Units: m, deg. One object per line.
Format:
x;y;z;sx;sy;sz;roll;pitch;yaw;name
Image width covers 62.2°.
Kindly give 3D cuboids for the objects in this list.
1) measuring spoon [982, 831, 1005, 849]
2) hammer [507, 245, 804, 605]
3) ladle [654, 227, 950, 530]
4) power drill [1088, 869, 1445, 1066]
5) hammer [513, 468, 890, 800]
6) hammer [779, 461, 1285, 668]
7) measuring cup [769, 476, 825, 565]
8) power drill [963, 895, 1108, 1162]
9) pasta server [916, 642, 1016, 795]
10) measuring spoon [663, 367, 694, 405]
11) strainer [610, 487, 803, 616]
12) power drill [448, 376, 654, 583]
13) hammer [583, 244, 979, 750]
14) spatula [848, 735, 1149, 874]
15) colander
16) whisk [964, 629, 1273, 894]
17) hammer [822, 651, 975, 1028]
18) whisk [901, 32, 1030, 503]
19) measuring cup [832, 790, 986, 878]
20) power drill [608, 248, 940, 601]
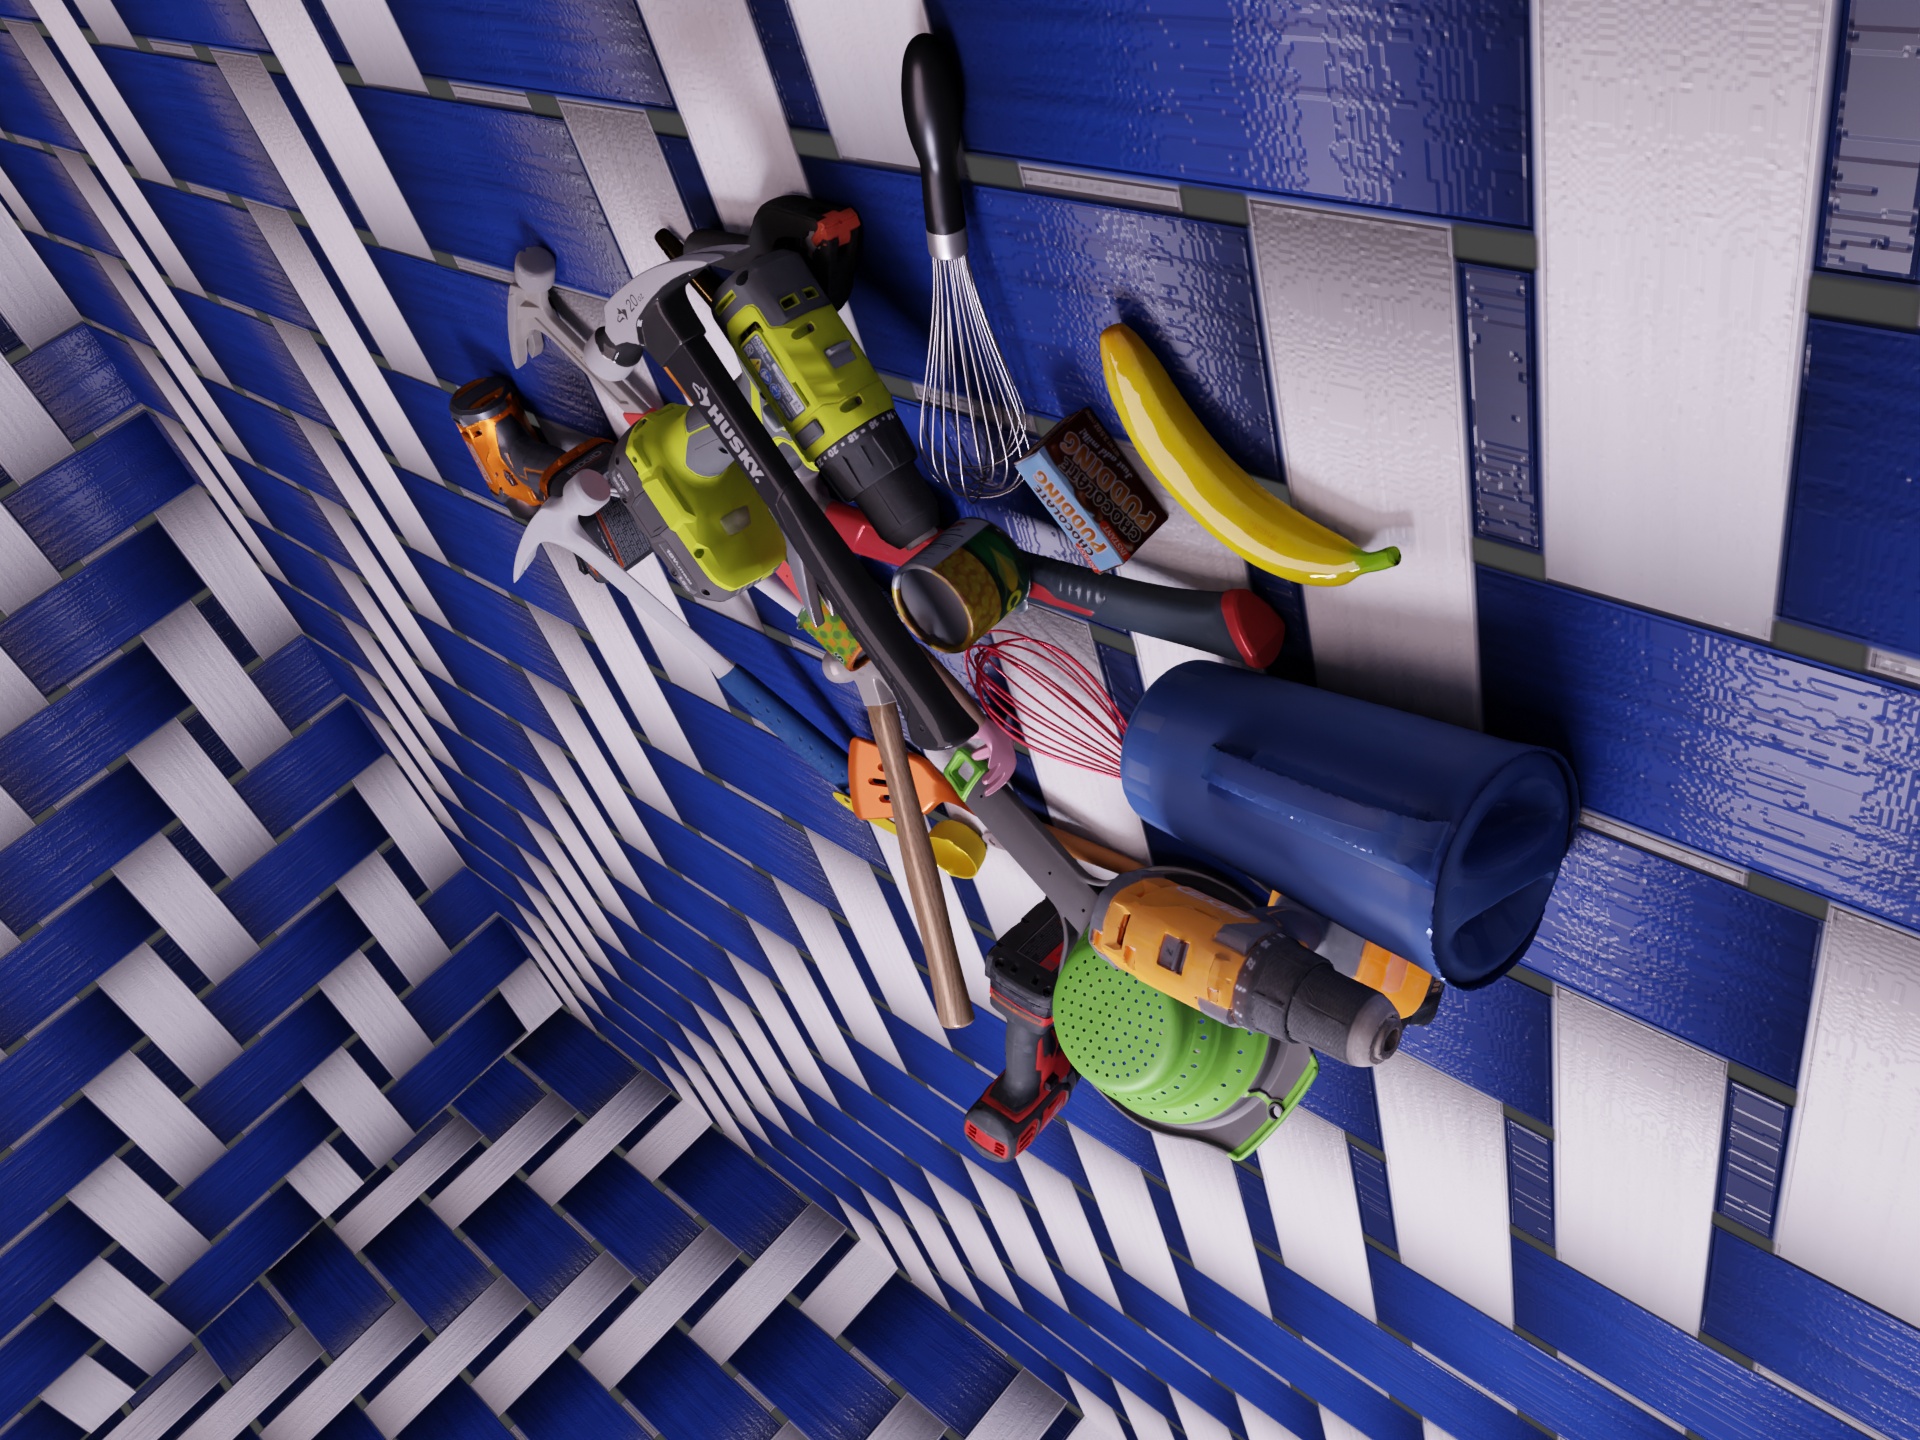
0.052;0.112;1.361;0.124;0.018;0.034;6;134;55;measuring spoon
-0.238;-0.222;1.300;0.359;0.037;0.149;45;155;5;hammer
-0.106;-0.221;1.109;0.315;0.031;0.069;49;146;-1;ladle
0.210;0.141;0.931;0.185;0.226;0.084;22;102;42;power drill
-0.220;-0.050;1.417;0.405;0.035;0.144;42;134;-21;hammer
0.031;-0.084;1.031;0.387;0.038;0.143;19;135;35;hammer
-0.125;-0.194;1.171;0.083;0.038;0.167;40;144;56;measuring cup
0.083;0.260;1.392;0.080;0.188;0.226;27;131;25;power drill
-0.002;-0.004;1.127;0.316;0.040;0.060;47;-161;-72;pasta server
-0.207;-0.258;1.233;0.117;0.011;0.021;52;155;-3;measuring spoon
-0.193;-0.142;1.346;0.258;0.050;0.087;36;179;8;strainer
-0.373;-0.213;1.475;0.227;0.084;0.164;32;152;37;power drill
-0.093;-0.124;0.943;0.146;0.035;0.335;-30;96;49;hammer
0.028;0.084;1.331;0.323;0.041;0.081;19;119;42;spatula
0.088;0.157;1.198;0.397;0.094;0.204;47;117;30;colander
0.124;0.033;1.094;0.296;0.073;0.073;37;154;7;whisk
-0.038;0.096;1.317;0.130;0.031;0.331;-1;104;59;hammer
-0.005;-0.240;0.891;0.070;0.070;0.284;29;145;33;whisk
-0.045;0.093;1.446;0.156;0.029;0.062;27;149;19;measuring cup
-0.120;-0.164;1.020;0.228;0.080;0.190;-28;97;51;power drill
